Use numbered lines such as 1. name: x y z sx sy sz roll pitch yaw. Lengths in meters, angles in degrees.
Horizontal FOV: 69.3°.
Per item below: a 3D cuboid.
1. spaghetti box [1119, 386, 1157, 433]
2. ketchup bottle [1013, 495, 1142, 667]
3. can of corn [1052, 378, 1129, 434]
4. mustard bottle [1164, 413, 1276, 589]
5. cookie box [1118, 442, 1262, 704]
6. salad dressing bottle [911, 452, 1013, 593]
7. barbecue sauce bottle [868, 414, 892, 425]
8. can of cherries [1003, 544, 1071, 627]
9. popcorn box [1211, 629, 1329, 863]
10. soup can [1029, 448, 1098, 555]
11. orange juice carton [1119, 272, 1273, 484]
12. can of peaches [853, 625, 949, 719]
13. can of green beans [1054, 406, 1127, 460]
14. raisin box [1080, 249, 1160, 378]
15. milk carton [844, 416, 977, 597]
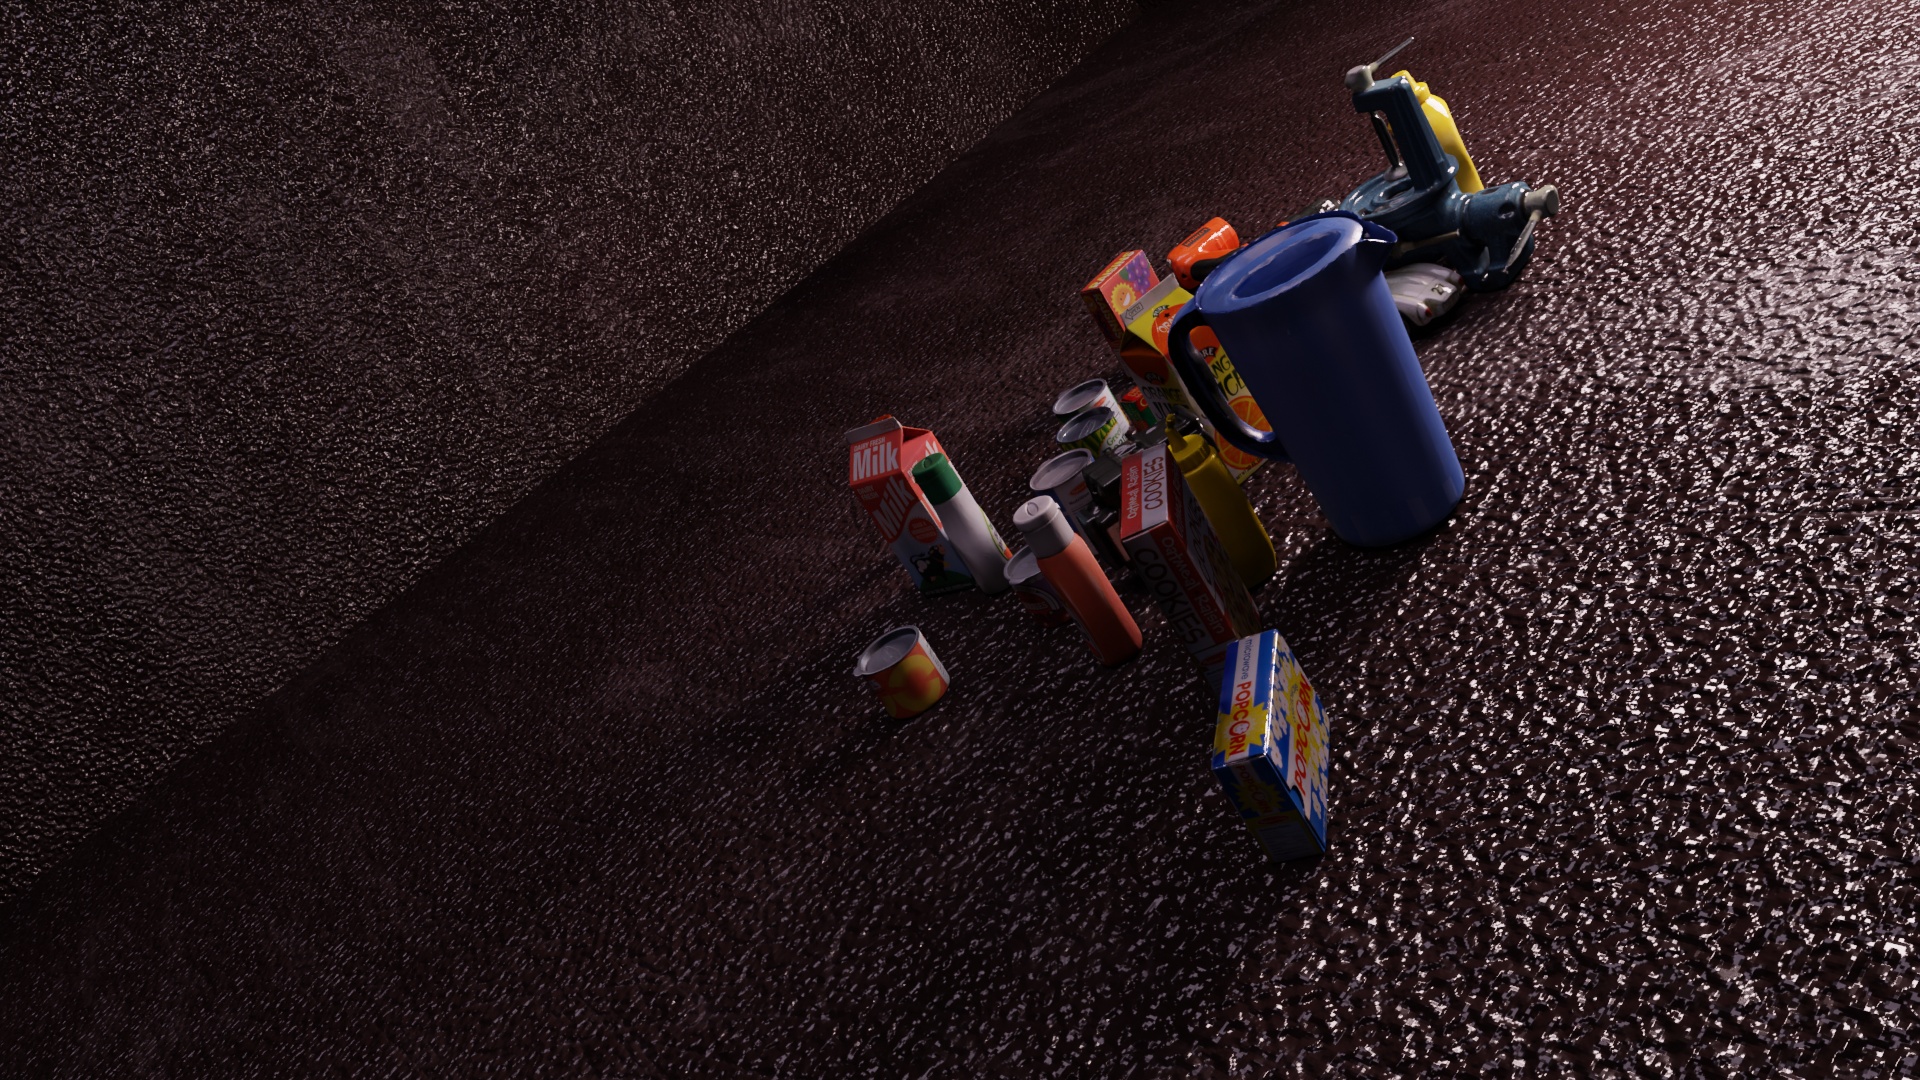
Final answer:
1. spaghetti box: 0.280 -0.202 1.493 0.251 0.050 0.029 -38 23 -13
2. ketchup bottle: 0.095 0.031 1.131 0.043 0.148 0.065 -32 22 3
3. can of corn: 0.143 -0.136 1.529 0.071 0.058 0.071 -28 23 13
4. mustard bottle: 0.198 -0.035 1.115 0.049 0.160 0.065 -35 22 -6
5. cookie box: 0.170 0.027 1.016 0.040 0.167 0.123 -25 23 19
6. salad dressing bottle: 0.005 -0.017 1.350 0.044 0.147 0.064 -31 22 5
7. barbecue sauce bottle: -0.053 -0.069 1.532 0.065 0.148 0.044 -28 23 12
8. can of cherries: 0.080 0.038 1.256 0.071 0.058 0.072 -28 23 13
9. popcorn box: 0.199 0.128 0.880 0.038 0.085 0.127 -21 25 27
10. soup can: 0.114 -0.036 1.329 0.071 0.083 0.071 -28 23 13
11. orange juice carton: 0.215 -0.148 1.281 0.072 0.192 0.073 -40 23 -17
12. can of peaches: -0.053 0.121 1.261 0.071 0.058 0.071 -28 23 13
13. can of green beans: 0.141 -0.098 1.454 0.071 0.057 0.071 -28 23 13
14. raisin box: 0.204 -0.265 1.625 0.086 0.123 0.040 -44 24 -25
15. milk carton: -0.043 -0.040 1.405 0.072 0.190 0.074 -15 28 38
